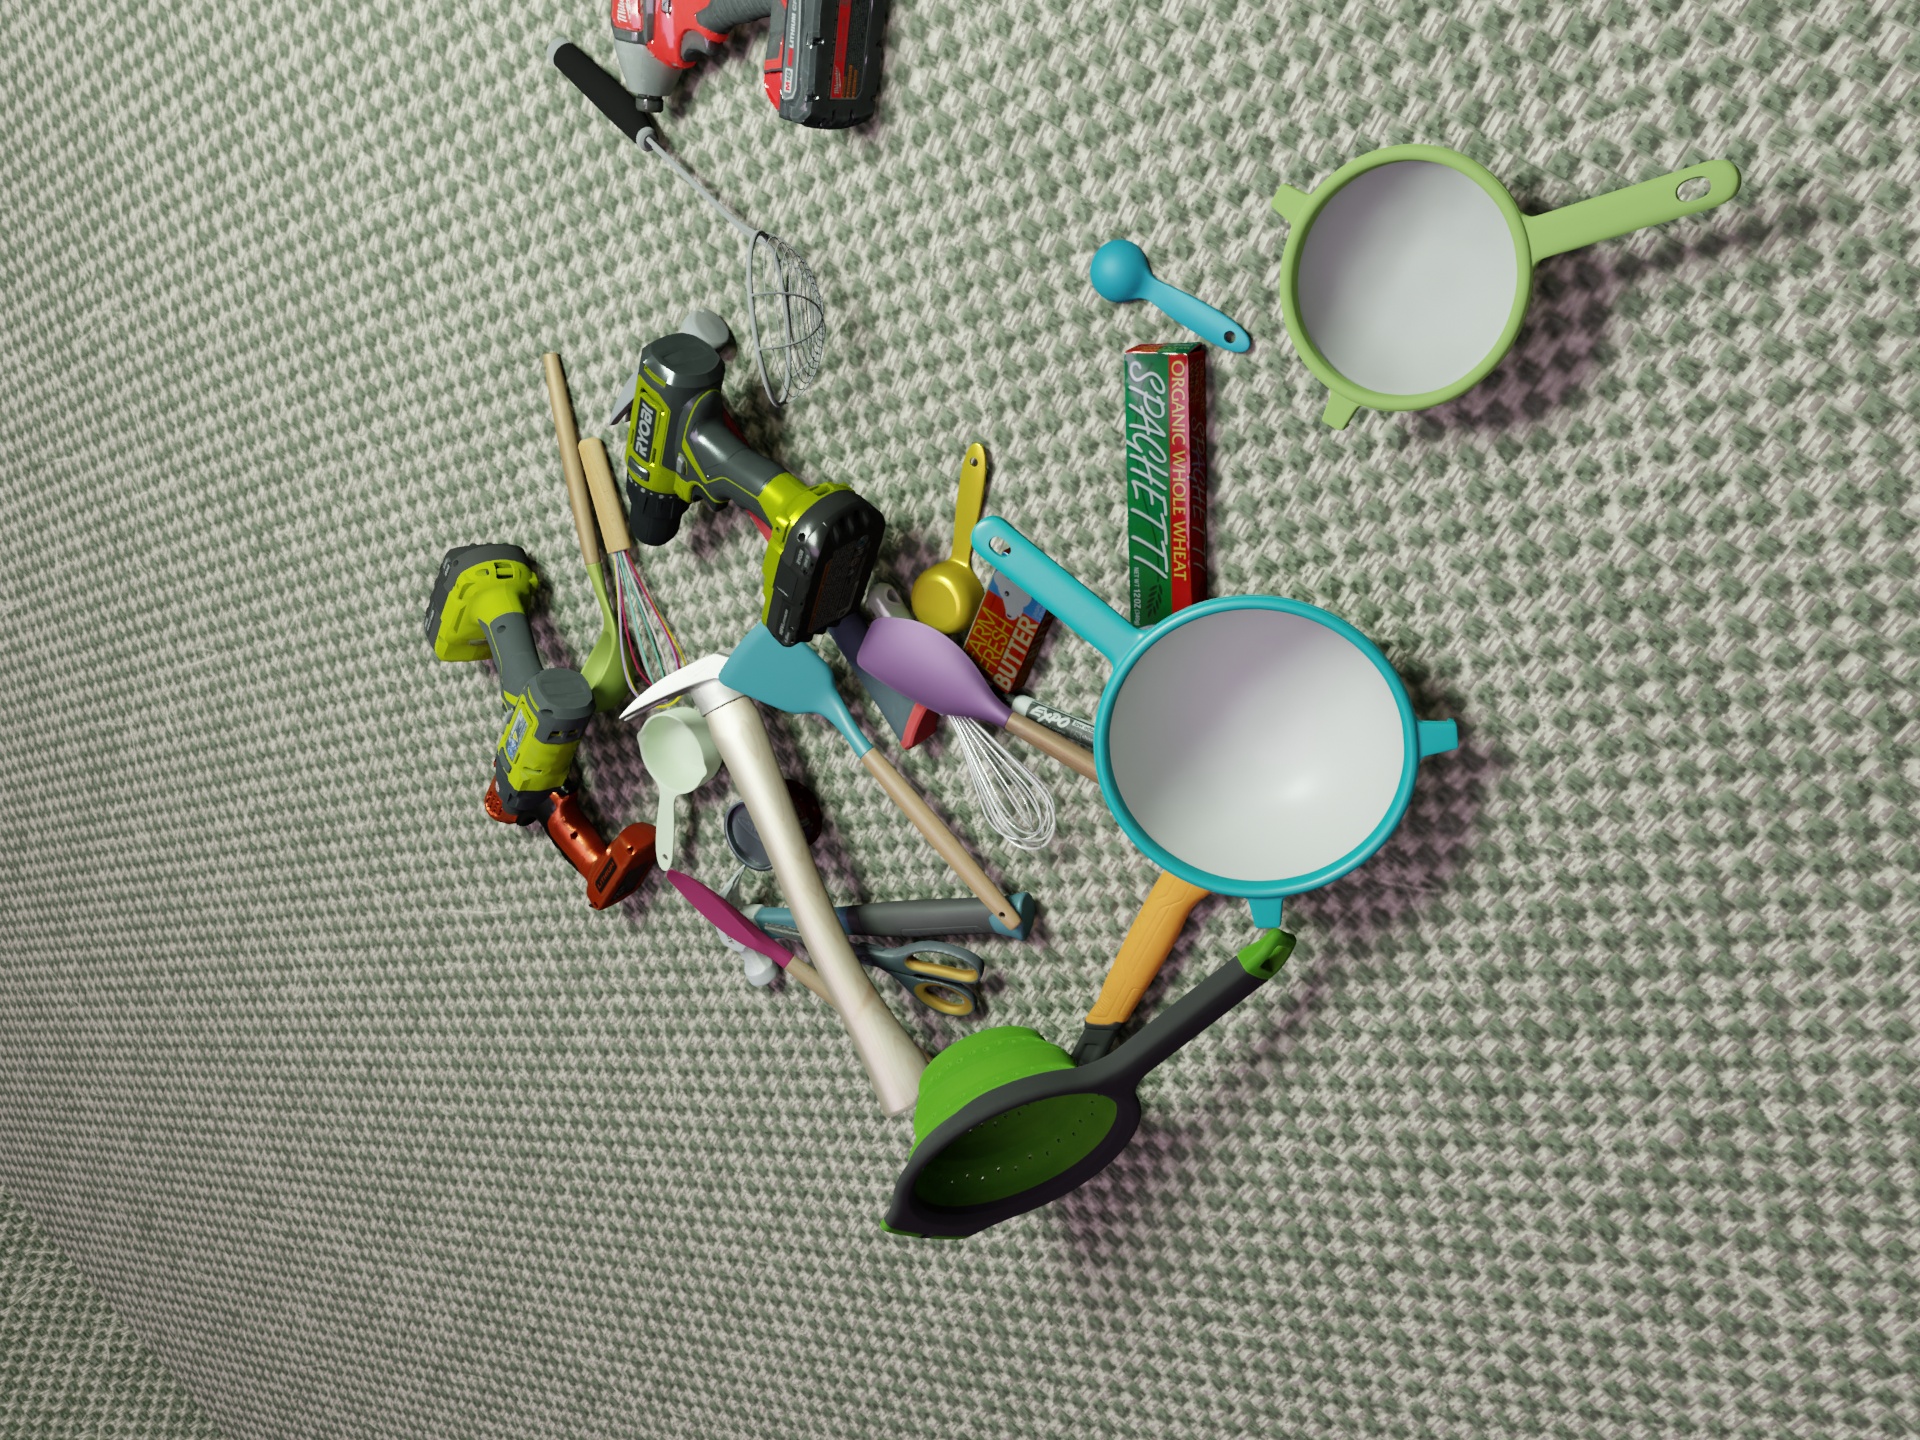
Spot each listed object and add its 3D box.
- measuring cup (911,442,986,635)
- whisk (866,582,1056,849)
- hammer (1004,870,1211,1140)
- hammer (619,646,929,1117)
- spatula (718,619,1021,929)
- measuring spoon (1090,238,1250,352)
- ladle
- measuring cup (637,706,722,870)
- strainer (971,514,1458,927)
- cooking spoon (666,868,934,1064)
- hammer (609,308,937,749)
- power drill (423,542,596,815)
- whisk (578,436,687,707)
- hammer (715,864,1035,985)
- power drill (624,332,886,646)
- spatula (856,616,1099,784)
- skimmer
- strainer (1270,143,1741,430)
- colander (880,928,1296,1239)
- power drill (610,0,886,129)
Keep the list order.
[{"bbox_3d":[-0.005,-0.136,1.212,0.062,0.029,0.156,25,123,24],"label":"measuring cup"},{"bbox_3d":[-0.002,-0.004,1.249,0.059,0.058,0.246,-37,84,38],"label":"whisk"},{"bbox_3d":[0.119,0.218,1.267,0.127,0.034,0.336,35,124,17],"label":"hammer"},{"bbox_3d":[-0.141,0.138,1.321,0.146,0.038,0.411,-25,82,1],"label":"hammer"},{"bbox_3d":[-0.064,0.050,1.280,0.317,0.044,0.082,48,118,8],"label":"spatula"},{"bbox_3d":[0.137,-0.280,1.064,0.129,0.021,0.042,36,125,19],"label":"measuring spoon"},{"bbox_3d":[-0.345,-0.164,1.419,0.078,0.062,0.320,17,118,64],"label":"ladle"},{"bbox_3d":[-0.257,0.063,1.460,0.083,0.038,0.167,25,122,24],"label":"measuring cup"},{"bbox_3d":[0.151,-0.033,1.081,0.340,0.095,0.211,39,113,0],"label":"strainer"},{"bbox_3d":[-0.130,0.228,1.404,0.319,0.017,0.068,37,154,0],"label":"cooking spoon"},{"bbox_3d":[-0.147,-0.137,1.305,0.143,0.038,0.386,-35,87,39],"label":"hammer"},{"bbox_3d":[-0.413,-0.037,1.449,0.223,0.080,0.171,60,135,28],"label":"power drill"},{"bbox_3d":[-0.292,-0.130,1.410,0.047,0.051,0.245,-13,97,16],"label":"whisk"},{"bbox_3d":[-0.080,0.173,1.374,0.331,0.033,0.128,-7,122,33],"label":"hammer"},{"bbox_3d":[-0.176,-0.164,1.238,0.229,0.080,0.190,42,139,18],"label":"power drill"},{"bbox_3d":[0.060,0.010,1.201,0.316,0.018,0.059,31,109,12],"label":"spatula"},{"bbox_3d":[-0.225,-0.392,1.222,0.090,0.127,0.363,-42,74,-4],"label":"skimmer"},{"bbox_3d":[0.314,-0.271,0.918,0.256,0.069,0.151,-10,100,36],"label":"strainer"},{"bbox_3d":[0.087,0.255,1.222,0.397,0.204,0.095,-43,49,21],"label":"colander"},{"bbox_3d":[-0.165,-0.501,1.152,0.220,0.078,0.143,24,120,28],"label":"power drill"}]
